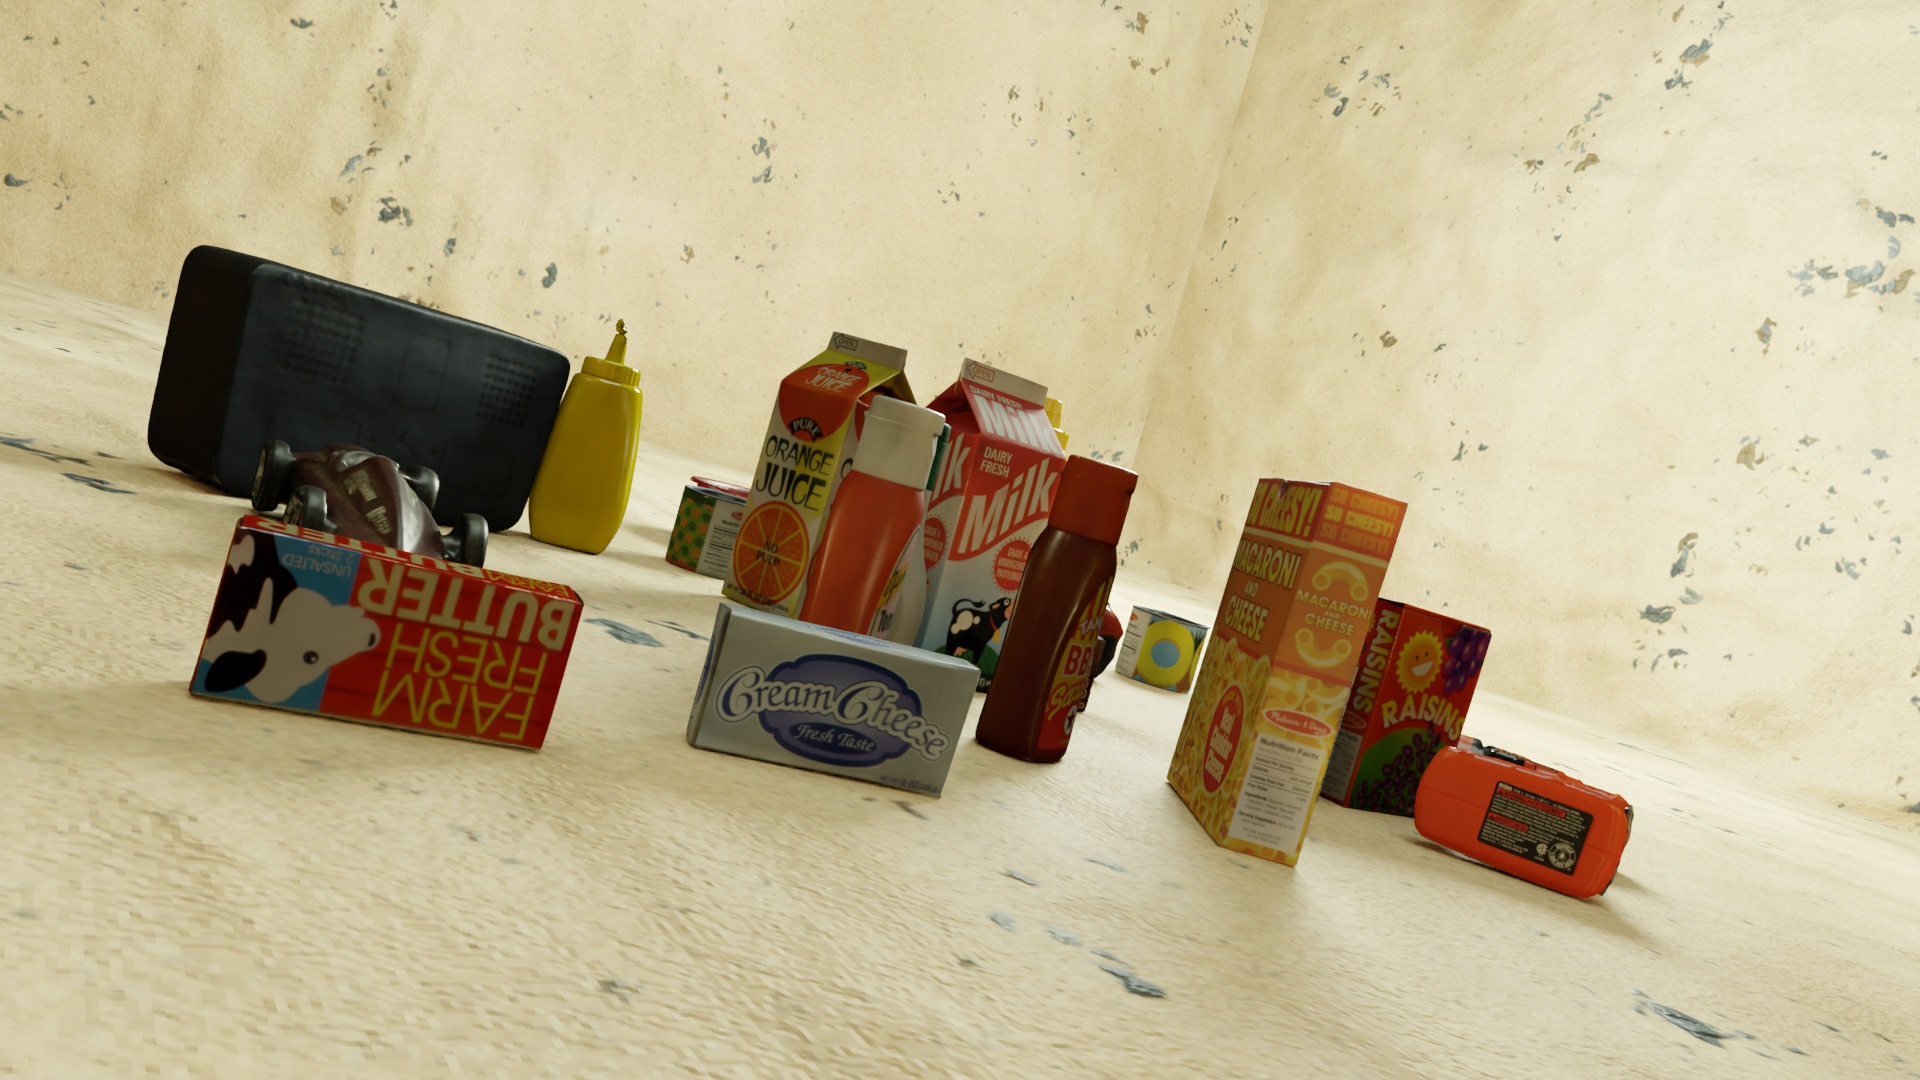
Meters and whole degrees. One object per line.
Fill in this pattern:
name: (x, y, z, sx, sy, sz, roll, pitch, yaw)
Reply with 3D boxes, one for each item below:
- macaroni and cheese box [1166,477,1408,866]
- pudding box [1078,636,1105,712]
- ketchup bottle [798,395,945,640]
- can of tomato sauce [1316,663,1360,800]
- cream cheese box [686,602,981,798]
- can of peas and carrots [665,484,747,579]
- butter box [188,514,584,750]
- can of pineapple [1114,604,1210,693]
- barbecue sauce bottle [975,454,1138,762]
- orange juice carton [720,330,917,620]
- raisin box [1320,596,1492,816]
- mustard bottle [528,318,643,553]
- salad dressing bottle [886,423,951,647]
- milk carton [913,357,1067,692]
macaroni and cheese box: (0.149, 0.054, 0.658, 0.040, 0.166, 0.124, 16, 2, -3)
pudding box: (0.060, 0.076, 0.905, 0.030, 0.049, 0.084, 15, 3, -21)
ketchup bottle: (-0.046, 0.006, 0.662, 0.043, 0.148, 0.065, 16, 2, 6)
can of tomato sauce: (0.184, 0.100, 0.804, 0.071, 0.083, 0.071, 16, 2, -1)
cream cheese box: (-0.048, 0.062, 0.533, 0.104, 0.053, 0.024, 15, 2, -18)
can of peas and carrots: (-0.182, -0.006, 1.039, 0.071, 0.058, 0.071, 16, 2, -1)
butter box: (-0.175, 0.030, 0.432, 0.103, 0.053, 0.024, 15, 3, -27)
can of pineapple: (0.170, 0.091, 1.160, 0.071, 0.058, 0.071, 16, 2, -1)
barbecue sauce bottle: (0.050, 0.033, 0.688, 0.044, 0.148, 0.065, 17, 2, 22)
orange juice carton: (-0.087, -0.042, 0.930, 0.072, 0.192, 0.073, 18, 3, 38)
raisin box: (0.263, 0.100, 0.834, 0.086, 0.123, 0.040, 15, 3, -32)
mustard bottle: (-0.249, -0.073, 0.952, 0.065, 0.160, 0.049, 16, 2, -16)
salad dressing bottle: (-0.042, 0.003, 0.758, 0.064, 0.147, 0.044, 17, 2, 29)
milk carton: (0.003, -0.011, 0.844, 0.072, 0.190, 0.073, 15, 3, -39)
